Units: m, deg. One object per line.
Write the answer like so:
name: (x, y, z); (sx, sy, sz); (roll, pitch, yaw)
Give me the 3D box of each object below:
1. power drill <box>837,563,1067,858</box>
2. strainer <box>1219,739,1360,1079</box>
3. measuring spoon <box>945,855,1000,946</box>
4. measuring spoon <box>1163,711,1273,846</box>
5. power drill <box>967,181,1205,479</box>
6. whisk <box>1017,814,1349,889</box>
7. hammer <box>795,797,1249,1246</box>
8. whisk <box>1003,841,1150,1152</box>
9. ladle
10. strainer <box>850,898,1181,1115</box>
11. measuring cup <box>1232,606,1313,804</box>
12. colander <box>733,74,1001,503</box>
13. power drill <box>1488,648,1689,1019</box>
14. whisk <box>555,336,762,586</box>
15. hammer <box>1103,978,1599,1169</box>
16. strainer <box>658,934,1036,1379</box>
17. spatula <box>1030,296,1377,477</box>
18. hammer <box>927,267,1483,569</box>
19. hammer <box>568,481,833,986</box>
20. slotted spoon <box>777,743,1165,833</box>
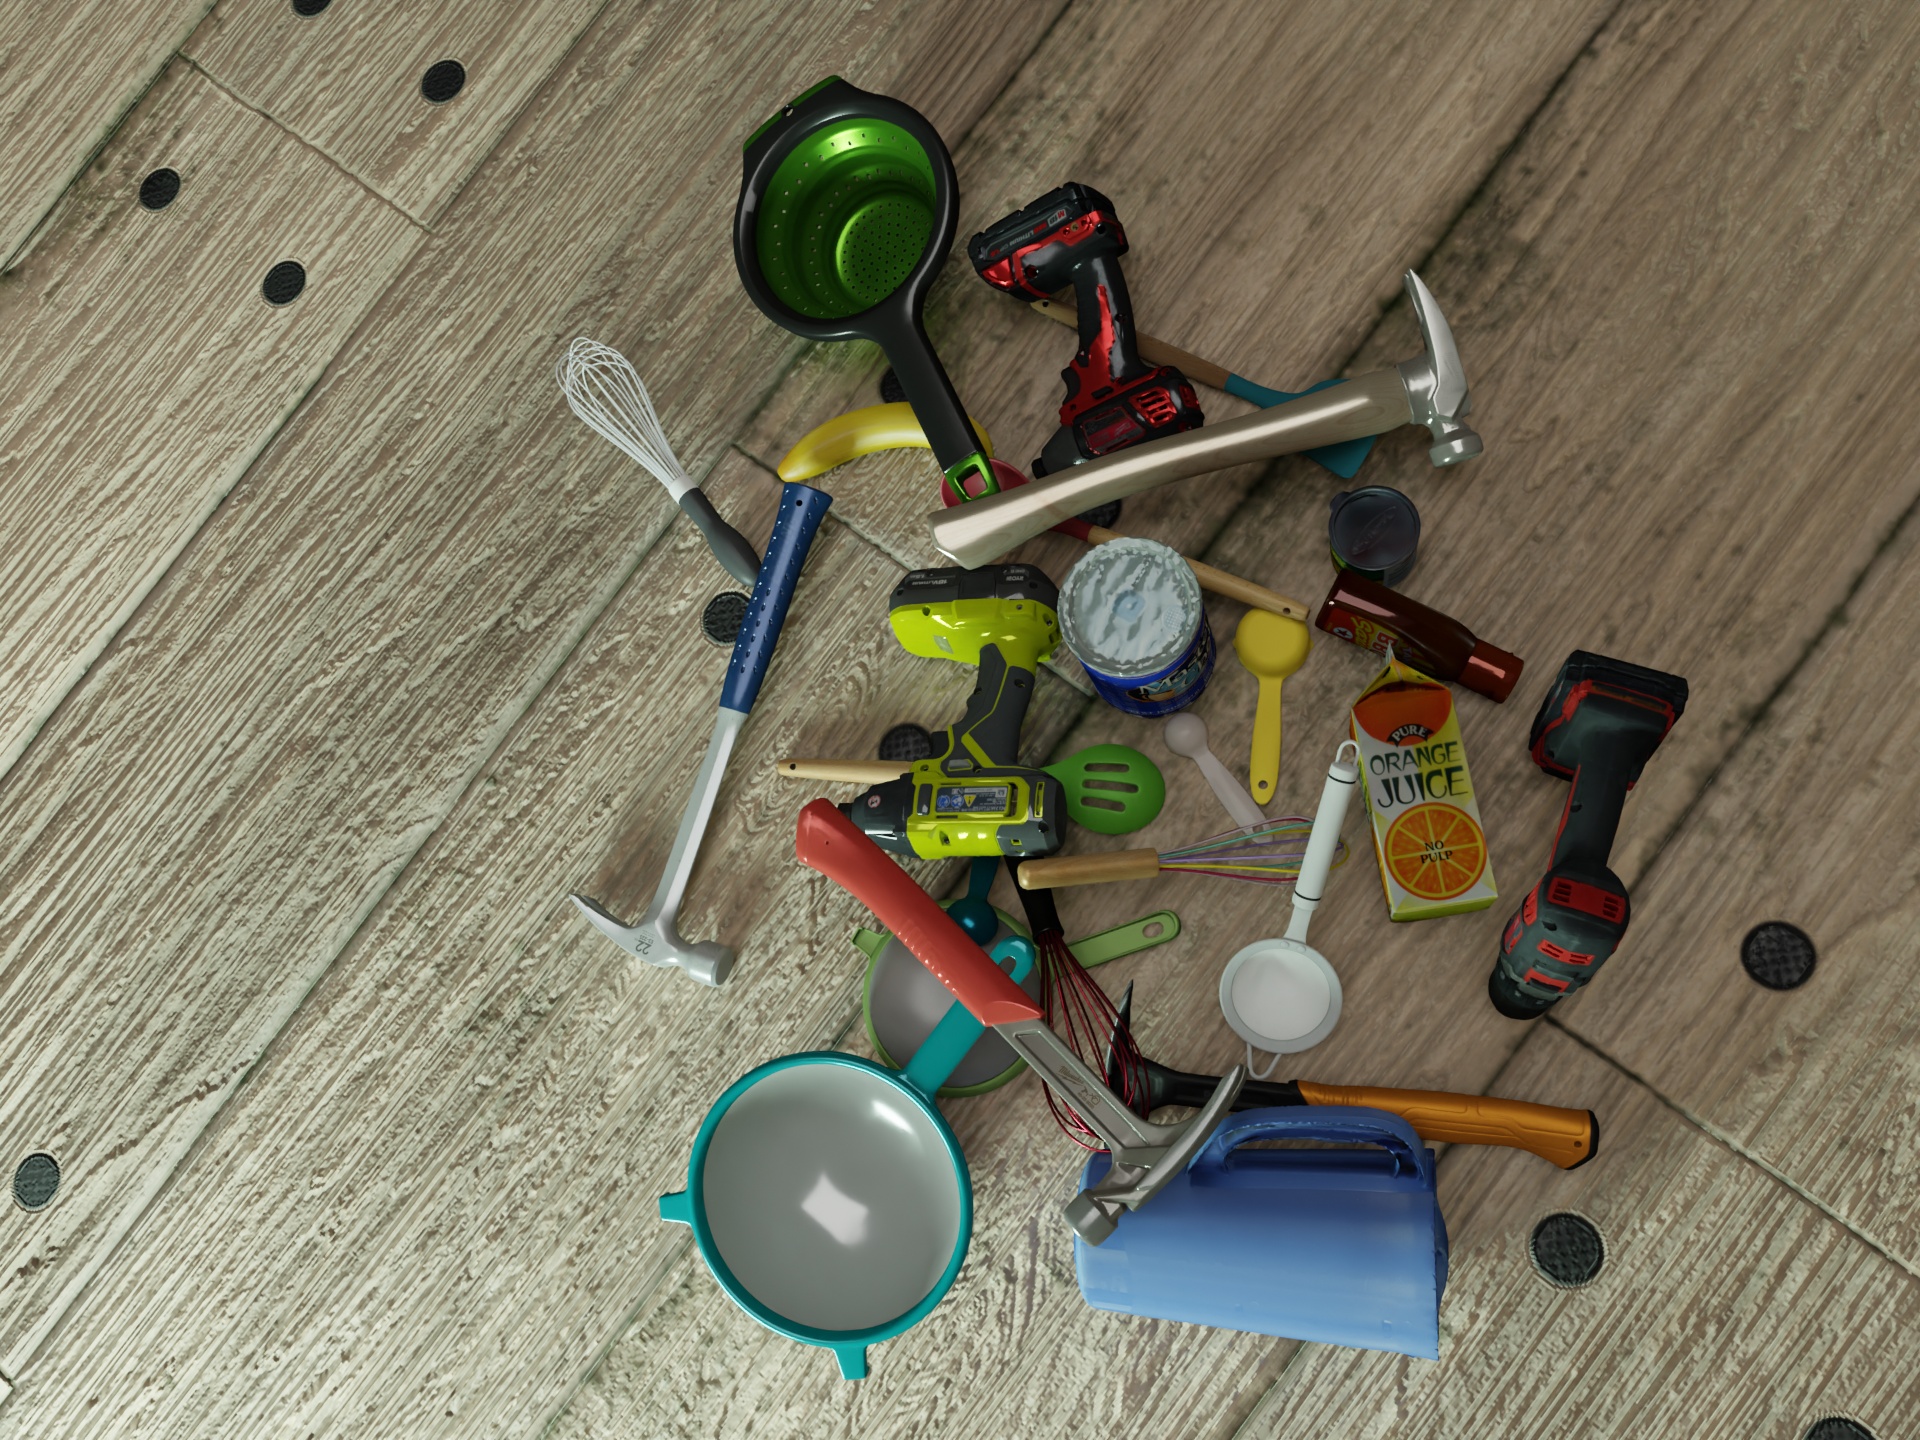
power drill: (-0.002, -0.004, 1.208); (0.171, 0.080, 0.223); (-1, 61, 15)
strainer: (0.244, 0.133, 1.125); (0.087, 0.050, 0.258); (15, 109, 10)
measuring spoon: (0.015, 0.114, 1.203); (0.042, 0.021, 0.129); (6, 48, 10)
measuring spoon: (0.198, 0.044, 1.208); (0.034, 0.018, 0.124); (-36, 72, 3)
power drill: (0.094, -0.300, 1.273); (0.143, 0.078, 0.220); (-23, 83, 25)
whisk: (0.164, 0.101, 1.150); (0.245, 0.051, 0.047); (-5, 60, -7)
hammer: (0.018, 0.169, 1.071); (0.149, 0.036, 0.359); (-47, 64, 1)
whisk: (0.069, 0.171, 1.136); (0.073, 0.073, 0.296); (-23, 53, 8)
ladle: (0.126, -0.138, 1.247); (0.315, 0.069, 0.031); (24, 39, 21)
strainer: (0.039, 0.188, 1.185); (0.256, 0.069, 0.152); (-20, 73, 10)
measuring cup: (0.233, -0.015, 1.206); (0.062, 0.029, 0.157); (3, 75, 14)
colander: (-0.048, -0.338, 1.314); (0.204, 0.094, 0.397); (-30, 73, 19)
power drill: (0.415, 0.088, 1.083); (0.080, 0.187, 0.227); (17, 63, 13)
whisk: (-0.256, -0.222, 1.366); (0.070, 0.070, 0.285); (-40, 76, 2)
hammer: (0.269, 0.263, 1.114); (0.337, 0.034, 0.127); (5, 105, 11)
strainer: (-0.048, 0.286, 1.154); (0.211, 0.095, 0.340); (38, 98, 9)
spatula: (0.191, -0.286, 1.276); (0.318, 0.044, 0.082); (27, 96, 19)
hammer: (0.171, -0.209, 1.195); (0.410, 0.038, 0.146); (-16, 90, 5)
hammer: (-0.194, 0.000, 1.294); (0.144, 0.035, 0.405); (17, 85, 17)
slotted spoon: (0.003, 0.046, 1.252); (0.314, 0.031, 0.070); (3, 80, 16)
